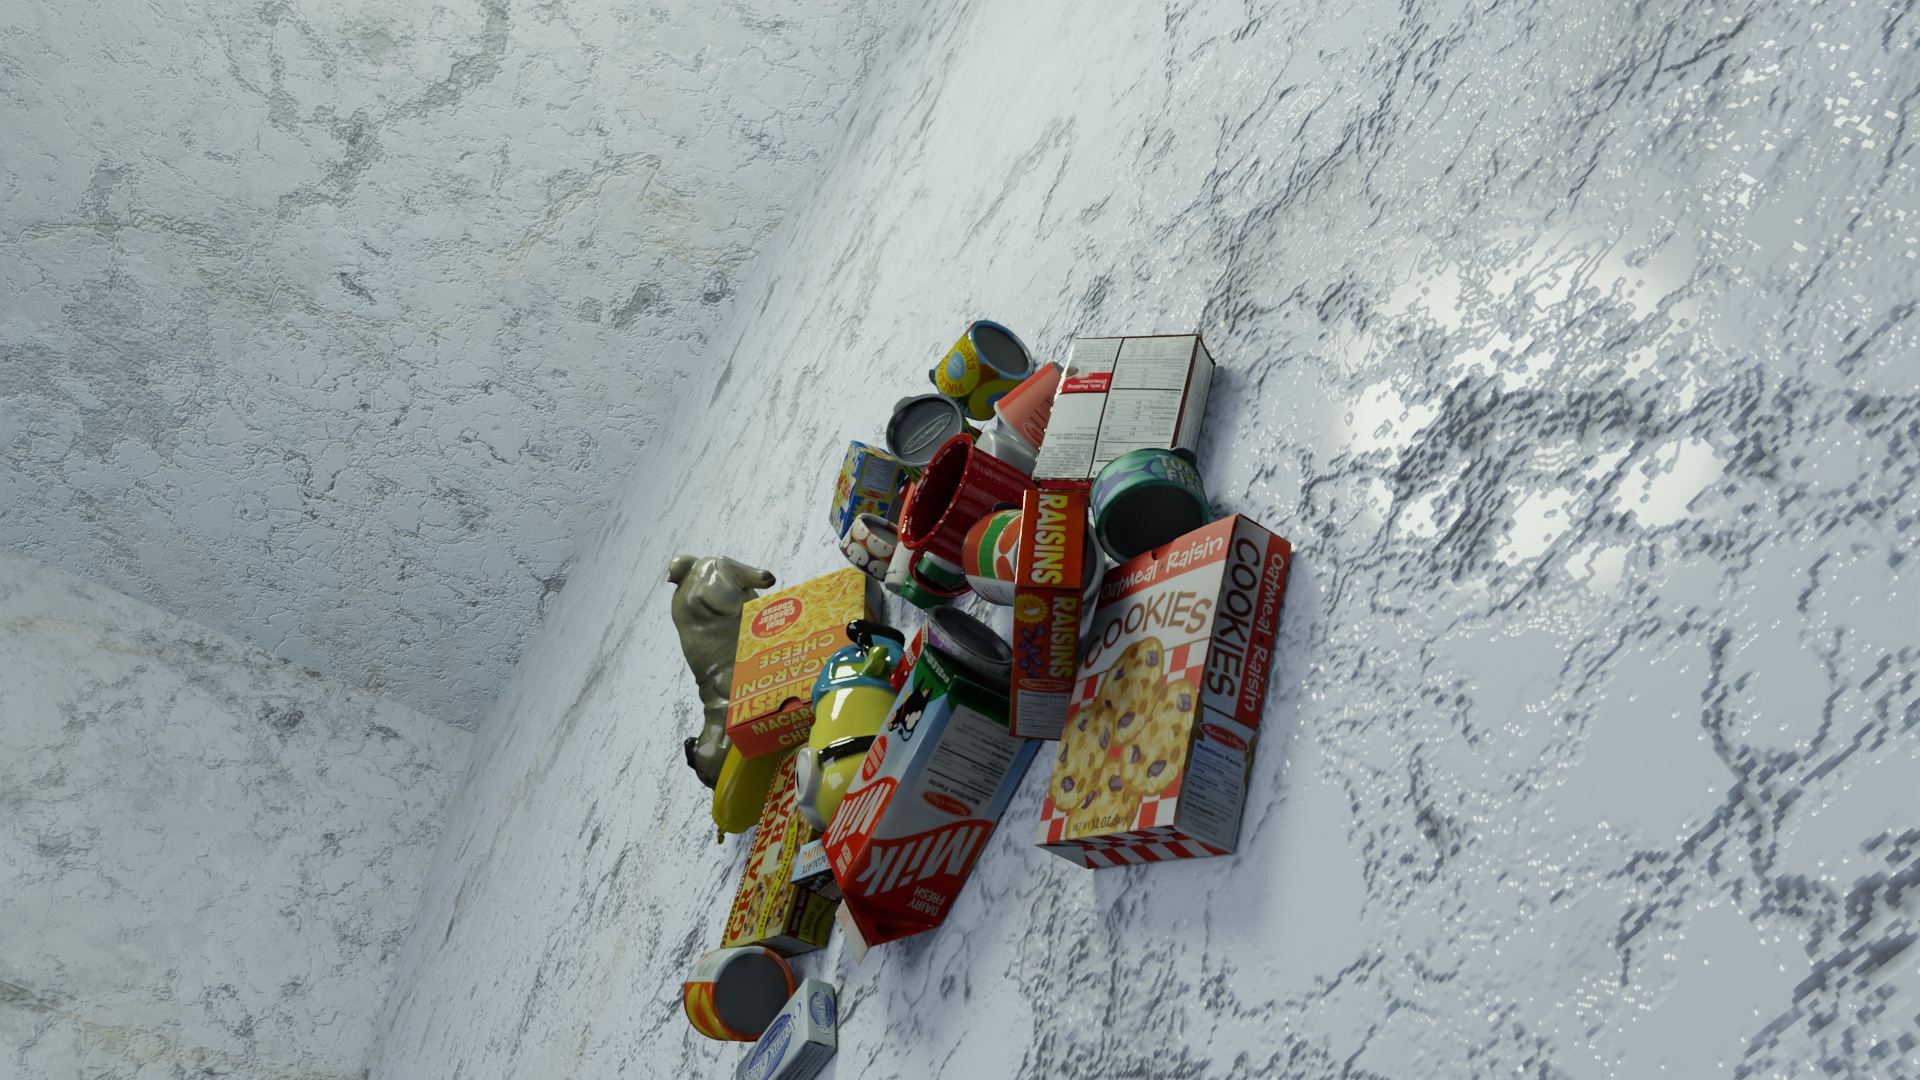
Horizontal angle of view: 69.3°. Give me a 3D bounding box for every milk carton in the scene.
[{"bbox_3d":[-0.027,0.170,0.876,0.190,0.073,0.072,-62,20,3],"label":"milk carton"}]

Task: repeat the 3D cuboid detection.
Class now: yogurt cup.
[{"bbox_3d":[0.066,-0.091,0.994,0.054,0.072,0.073,-44,24,14],"label":"yogurt cup"}]

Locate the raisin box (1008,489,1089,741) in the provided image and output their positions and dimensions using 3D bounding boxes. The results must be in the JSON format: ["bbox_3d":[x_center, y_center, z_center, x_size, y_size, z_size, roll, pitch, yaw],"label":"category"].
[{"bbox_3d":[0.051,0.044,0.805,0.086,0.040,0.122,-80,-8,-49],"label":"raisin box"}]

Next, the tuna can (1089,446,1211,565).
[{"bbox_3d":[0.110,-0.019,0.791,0.070,0.071,0.033,-51,24,29],"label":"tuna can"}]

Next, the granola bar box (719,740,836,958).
[{"bbox_3d":[-0.124,0.237,1.080,0.123,0.039,0.166,-33,35,53],"label":"granola bar box"}]

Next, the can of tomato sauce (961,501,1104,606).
[{"bbox_3d":[0.047,0.010,0.906,0.071,0.071,0.083,-66,21,-9],"label":"can of tomato sauce"}]

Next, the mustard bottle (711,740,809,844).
[{"bbox_3d":[-0.183,0.212,1.224,0.159,0.065,0.049,-56,25,27],"label":"mustard bottle"}]

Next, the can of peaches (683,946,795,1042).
[{"bbox_3d":[-0.160,0.332,1.012,0.058,0.071,0.071,-30,37,55],"label":"can of peaches"}]

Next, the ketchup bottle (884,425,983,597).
[{"bbox_3d":[-0.023,-0.024,1.156,0.064,0.043,0.149,-8,57,54],"label":"ketchup bottle"}]

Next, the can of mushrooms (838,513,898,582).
[{"bbox_3d":[-0.066,0.009,1.194,0.033,0.071,0.071,-57,21,14],"label":"can of mushrooms"}]

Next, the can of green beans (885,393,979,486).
[{"bbox_3d":[-0.019,-0.076,1.114,0.071,0.057,0.071,-8,63,16],"label":"can of green beans"}]

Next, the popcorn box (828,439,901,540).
[{"bbox_3d":[-0.093,-0.046,1.323,0.127,0.038,0.085,-138,65,-76],"label":"popcorn box"}]

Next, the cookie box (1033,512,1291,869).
[{"bbox_3d":[0.104,0.079,0.718,0.122,0.040,0.168,-29,38,57],"label":"cookie box"}]

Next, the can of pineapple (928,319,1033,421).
[{"bbox_3d":[0.018,-0.144,1.171,0.057,0.071,0.071,-46,25,38],"label":"can of pineapple"}]

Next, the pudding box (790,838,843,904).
[{"bbox_3d":[-0.077,0.227,0.961,0.083,0.049,0.030,-33,33,52],"label":"pudding box"}]

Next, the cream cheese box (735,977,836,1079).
[{"bbox_3d":[-0.119,0.352,0.944,0.103,0.024,0.053,-54,23,22],"label":"cream cheese box"}]

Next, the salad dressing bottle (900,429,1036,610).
[{"bbox_3d":[0.004,-0.014,1.080,0.147,0.044,0.064,-59,25,12],"label":"salad dressing bottle"}]

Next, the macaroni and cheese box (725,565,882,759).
[{"bbox_3d":[-0.131,0.099,1.183,0.123,0.040,0.167,-19,34,11],"label":"macaroni and cheese box"}]

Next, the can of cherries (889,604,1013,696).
[{"bbox_3d":[-0.008,0.085,0.941,0.058,0.071,0.072,-58,20,15],"label":"can of cherries"}]

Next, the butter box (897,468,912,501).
[{"bbox_3d":[-0.035,-0.082,1.289,0.053,0.024,0.104,-50,24,30],"label":"butter box"}]
